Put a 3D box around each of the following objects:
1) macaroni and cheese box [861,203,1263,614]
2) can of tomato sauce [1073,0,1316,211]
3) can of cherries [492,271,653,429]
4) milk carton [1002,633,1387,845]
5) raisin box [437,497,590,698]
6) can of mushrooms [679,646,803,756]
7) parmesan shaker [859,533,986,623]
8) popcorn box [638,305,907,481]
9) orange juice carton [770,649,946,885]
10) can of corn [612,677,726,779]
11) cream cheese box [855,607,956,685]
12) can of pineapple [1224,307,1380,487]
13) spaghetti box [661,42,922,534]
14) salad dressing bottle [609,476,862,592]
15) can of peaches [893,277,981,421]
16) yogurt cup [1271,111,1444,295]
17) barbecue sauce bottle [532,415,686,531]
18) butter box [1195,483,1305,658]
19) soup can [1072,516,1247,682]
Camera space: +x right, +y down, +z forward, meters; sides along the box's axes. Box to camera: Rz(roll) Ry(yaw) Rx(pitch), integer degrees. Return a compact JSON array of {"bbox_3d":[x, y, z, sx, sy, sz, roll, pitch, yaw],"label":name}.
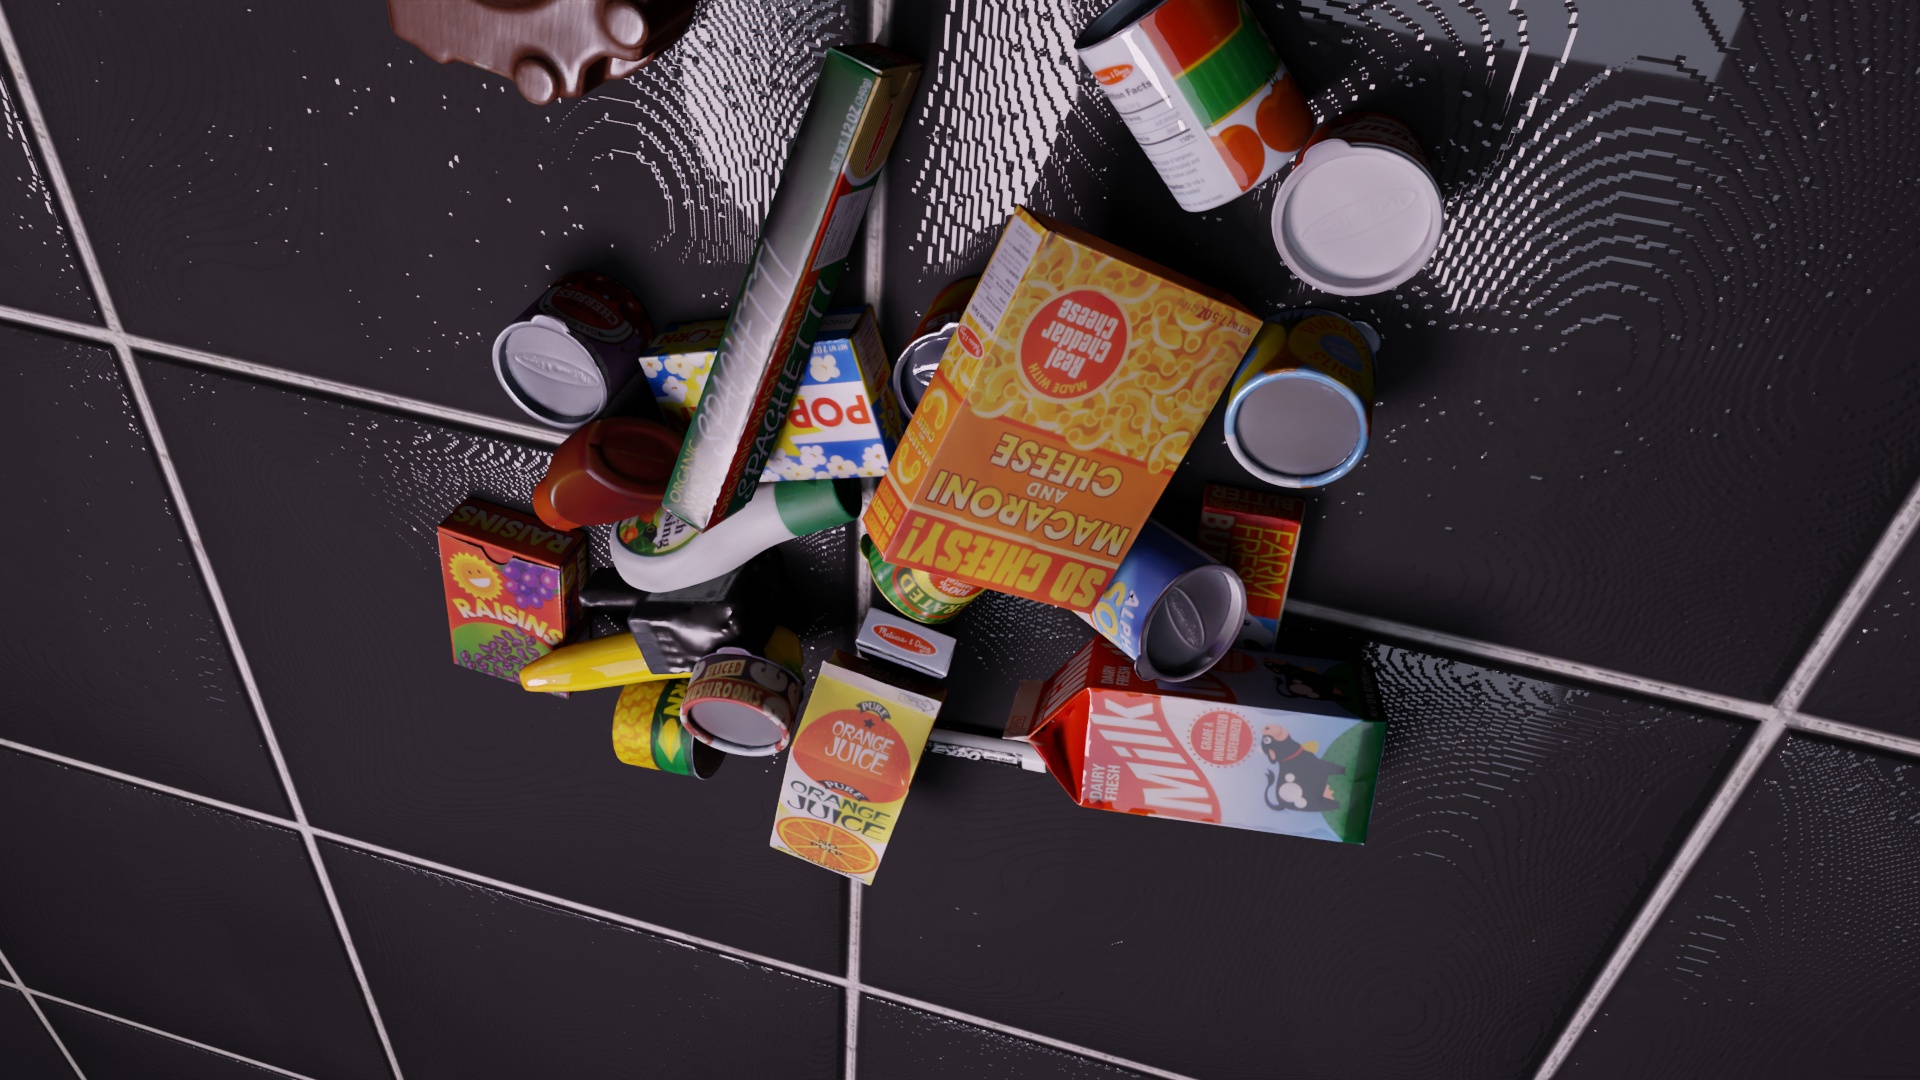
[{"bbox_3d":[0.045,-0.055,0.644,0.124,0.040,0.165,16,113,-30],"label":"macaroni and cheese box"},{"bbox_3d":[0.098,-0.189,0.569,0.071,0.071,0.083,-24,117,33],"label":"can of tomato sauce"},{"bbox_3d":[-0.207,-0.105,0.748,0.071,0.059,0.071,10,130,13],"label":"can of cherries"},{"bbox_3d":[0.122,0.101,0.741,0.191,0.072,0.073,7,110,9],"label":"milk carton"},{"bbox_3d":[-0.290,0.039,0.908,0.086,0.040,0.122,17,131,7],"label":"raisin box"},{"bbox_3d":[-0.127,0.094,0.804,0.071,0.034,0.070,8,143,7],"label":"can of mushrooms"},{"bbox_3d":[0.003,-0.009,0.745,0.071,0.072,0.102,38,130,-12],"label":"parmesan shaker"},{"bbox_3d":[-0.098,-0.076,0.746,0.126,0.038,0.084,-2,127,21],"label":"popcorn box"},{"bbox_3d":[-0.062,0.131,0.839,0.072,0.073,0.191,21,144,1],"label":"orange juice carton"},{"bbox_3d":[-0.189,0.118,0.919,0.058,0.071,0.070,8,130,13],"label":"can of corn"},{"bbox_3d":[-0.031,0.063,0.807,0.053,0.024,0.103,21,171,1],"label":"cream cheese box"},{"bbox_3d":[0.160,-0.068,0.649,0.071,0.058,0.070,10,130,12],"label":"can of pineapple"},{"bbox_3d":[-0.084,-0.114,0.663,0.029,0.050,0.248,31,118,8],"label":"spaghetti box"},{"bbox_3d":[-0.129,-0.011,0.799,0.147,0.064,0.043,-16,133,19],"label":"salad dressing bottle"},{"bbox_3d":[0.007,-0.090,0.685,0.071,0.058,0.070,10,130,12],"label":"can of peaches"},{"bbox_3d":[0.168,-0.145,0.586,0.072,0.054,0.072,10,130,12],"label":"yogurt cup"},{"bbox_3d":[-0.204,-0.033,0.782,0.065,0.044,0.148,14,165,-30],"label":"barbecue sauce bottle"},{"bbox_3d":[0.150,0.019,0.746,0.053,0.024,0.103,10,131,11],"label":"butter box"},{"bbox_3d":[0.093,0.026,0.716,0.084,0.071,0.071,38,151,50],"label":"soup can"}]
